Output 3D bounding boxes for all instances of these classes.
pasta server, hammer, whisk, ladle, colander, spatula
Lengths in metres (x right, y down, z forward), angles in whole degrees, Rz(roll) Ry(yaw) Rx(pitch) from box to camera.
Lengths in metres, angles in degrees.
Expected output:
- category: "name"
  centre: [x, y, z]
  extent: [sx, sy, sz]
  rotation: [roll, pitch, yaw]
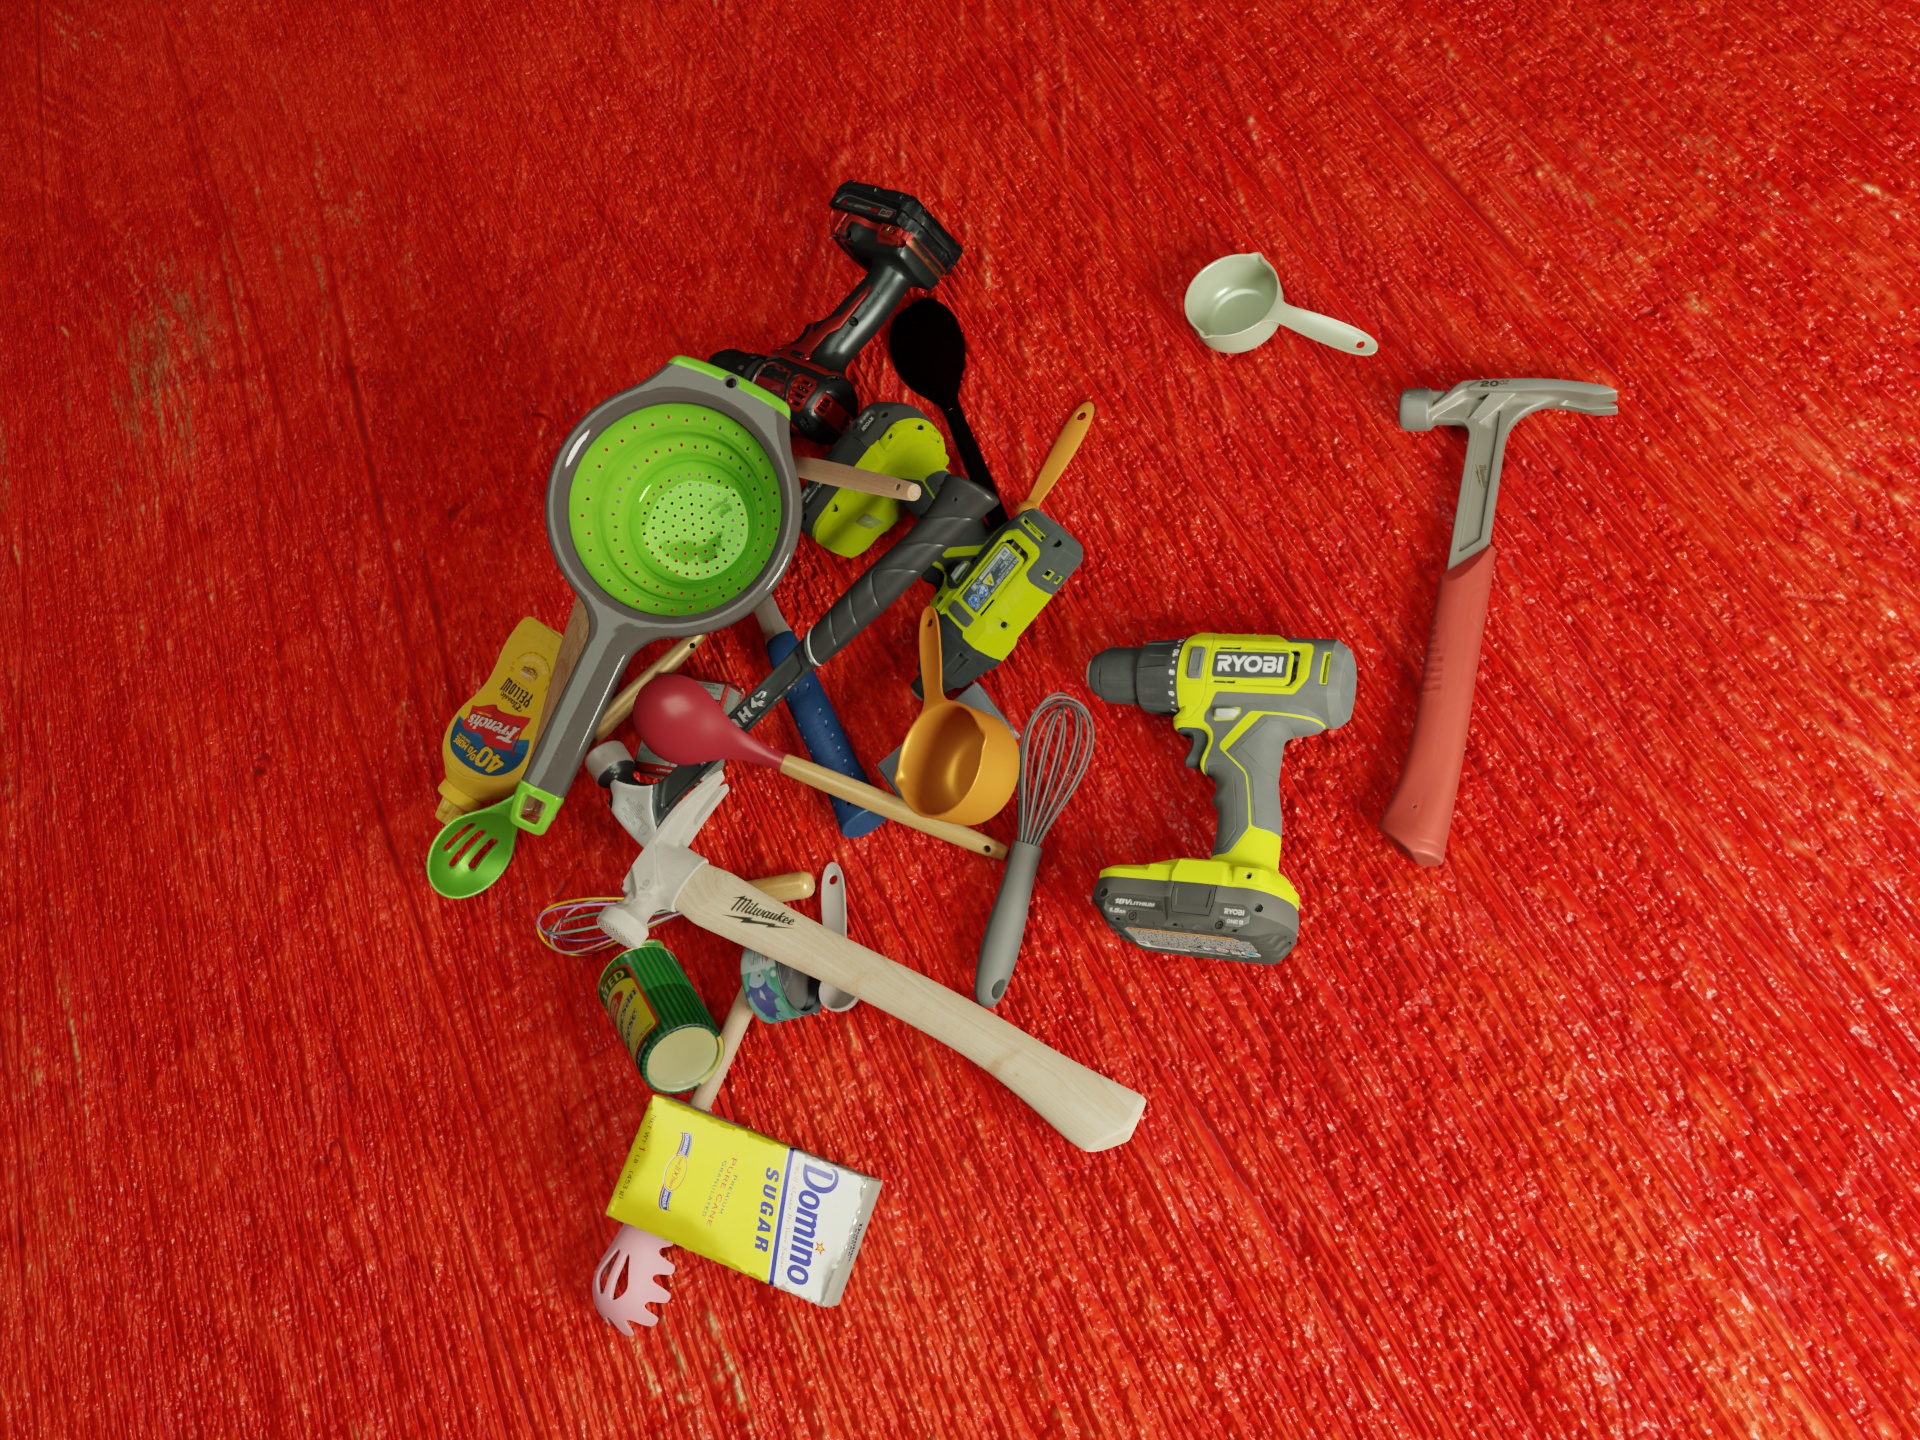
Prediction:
- category: "pasta server"
  centre: [-0.199, 0.304, 1.204]
  extent: [0.060, 0.040, 0.316]
  rotation: [14, 72, 29]
- category: "hammer"
  centre: [-0.160, -0.072, 1.335]
  extent: [0.144, 0.035, 0.406]
  rotation: [-33, 59, 9]
- category: "whisk"
  centre: [-0.230, 0.153, 1.276]
  extent: [0.245, 0.051, 0.047]
  rotation: [-11, 86, 16]
- category: "hammer"
  centre: [-0.124, -0.041, 1.244]
  extent: [0.409, 0.036, 0.149]
  rotation: [-43, 68, 15]
- category: "hammer"
  centre: [-0.054, 0.178, 1.133]
  extent: [0.411, 0.038, 0.146]
  rotation: [25, 65, 17]
- category: "ladle"
  centre: [-0.111, 0.043, 1.208]
  extent: [0.315, 0.031, 0.069]
  rotation: [22, 103, 7]
- category: "hammer"
  centre: [0.354, -0.074, 1.098]
  extent: [0.149, 0.036, 0.359]
  rotation: [6, 71, 27]
- category: "colander"
  centre: [-0.261, -0.093, 1.295]
  extent: [0.204, 0.094, 0.397]
  rotation: [25, 89, 2]
- category: "hammer"
  centre: [-0.319, -0.072, 1.349]
  extent: [0.130, 0.031, 0.331]
  rotation: [2, 67, 16]
- category: "whisk"
  centre: [0.050, 0.094, 1.166]
  extent: [0.055, 0.055, 0.239]
  rotation: [11, 79, 28]
- category: "spatula"
  centre: [-0.132, -0.205, 1.296]
  extent: [0.316, 0.018, 0.060]
  rotation: [20, 93, 48]

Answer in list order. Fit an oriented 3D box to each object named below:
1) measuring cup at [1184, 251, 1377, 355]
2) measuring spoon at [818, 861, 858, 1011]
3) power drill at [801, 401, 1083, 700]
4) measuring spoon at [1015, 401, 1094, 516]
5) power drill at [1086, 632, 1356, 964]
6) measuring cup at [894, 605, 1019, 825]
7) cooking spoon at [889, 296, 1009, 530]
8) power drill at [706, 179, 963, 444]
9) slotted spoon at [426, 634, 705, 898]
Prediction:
- category: "measuring cup"
  centre: [0.253, -0.308, 1.242]
  extent: [0.168, 0.038, 0.083]
  rotation: [30, 84, 29]
- category: "measuring spoon"
  centre: [-0.092, 0.166, 1.220]
  extent: [0.034, 0.018, 0.124]
  rotation: [-18, 56, 17]
- category: "power drill"
  centre: [-0.027, -0.136, 1.269]
  extent: [0.171, 0.080, 0.223]
  rotation: [-50, 58, 13]
- category: "measuring spoon"
  centre: [0.077, -0.212, 1.297]
  extent: [0.021, 0.011, 0.117]
  rotation: [26, 81, 31]
- category: "power drill"
  centre: [0.166, 0.044, 1.113]
  extent: [0.190, 0.080, 0.229]
  rotation: [3, 68, 26]
- category: "measuring cup"
  centre: [-0.002, -0.004, 1.186]
  extent: [0.095, 0.052, 0.174]
  rotation: [-28, 56, 37]
- category: "cooking spoon"
  centre: [0.002, -0.240, 1.339]
  extent: [0.069, 0.017, 0.319]
  rotation: [-29, 60, 15]
- category: "power drill"
  centre: [-0.122, -0.360, 1.411]
  extent: [0.188, 0.080, 0.227]
  rotation: [30, 87, 42]
- category: "slotted spoon"
  centre: [-0.335, 0.032, 1.363]
  extent: [0.314, 0.070, 0.031]
  rotation: [-44, 35, -1]
